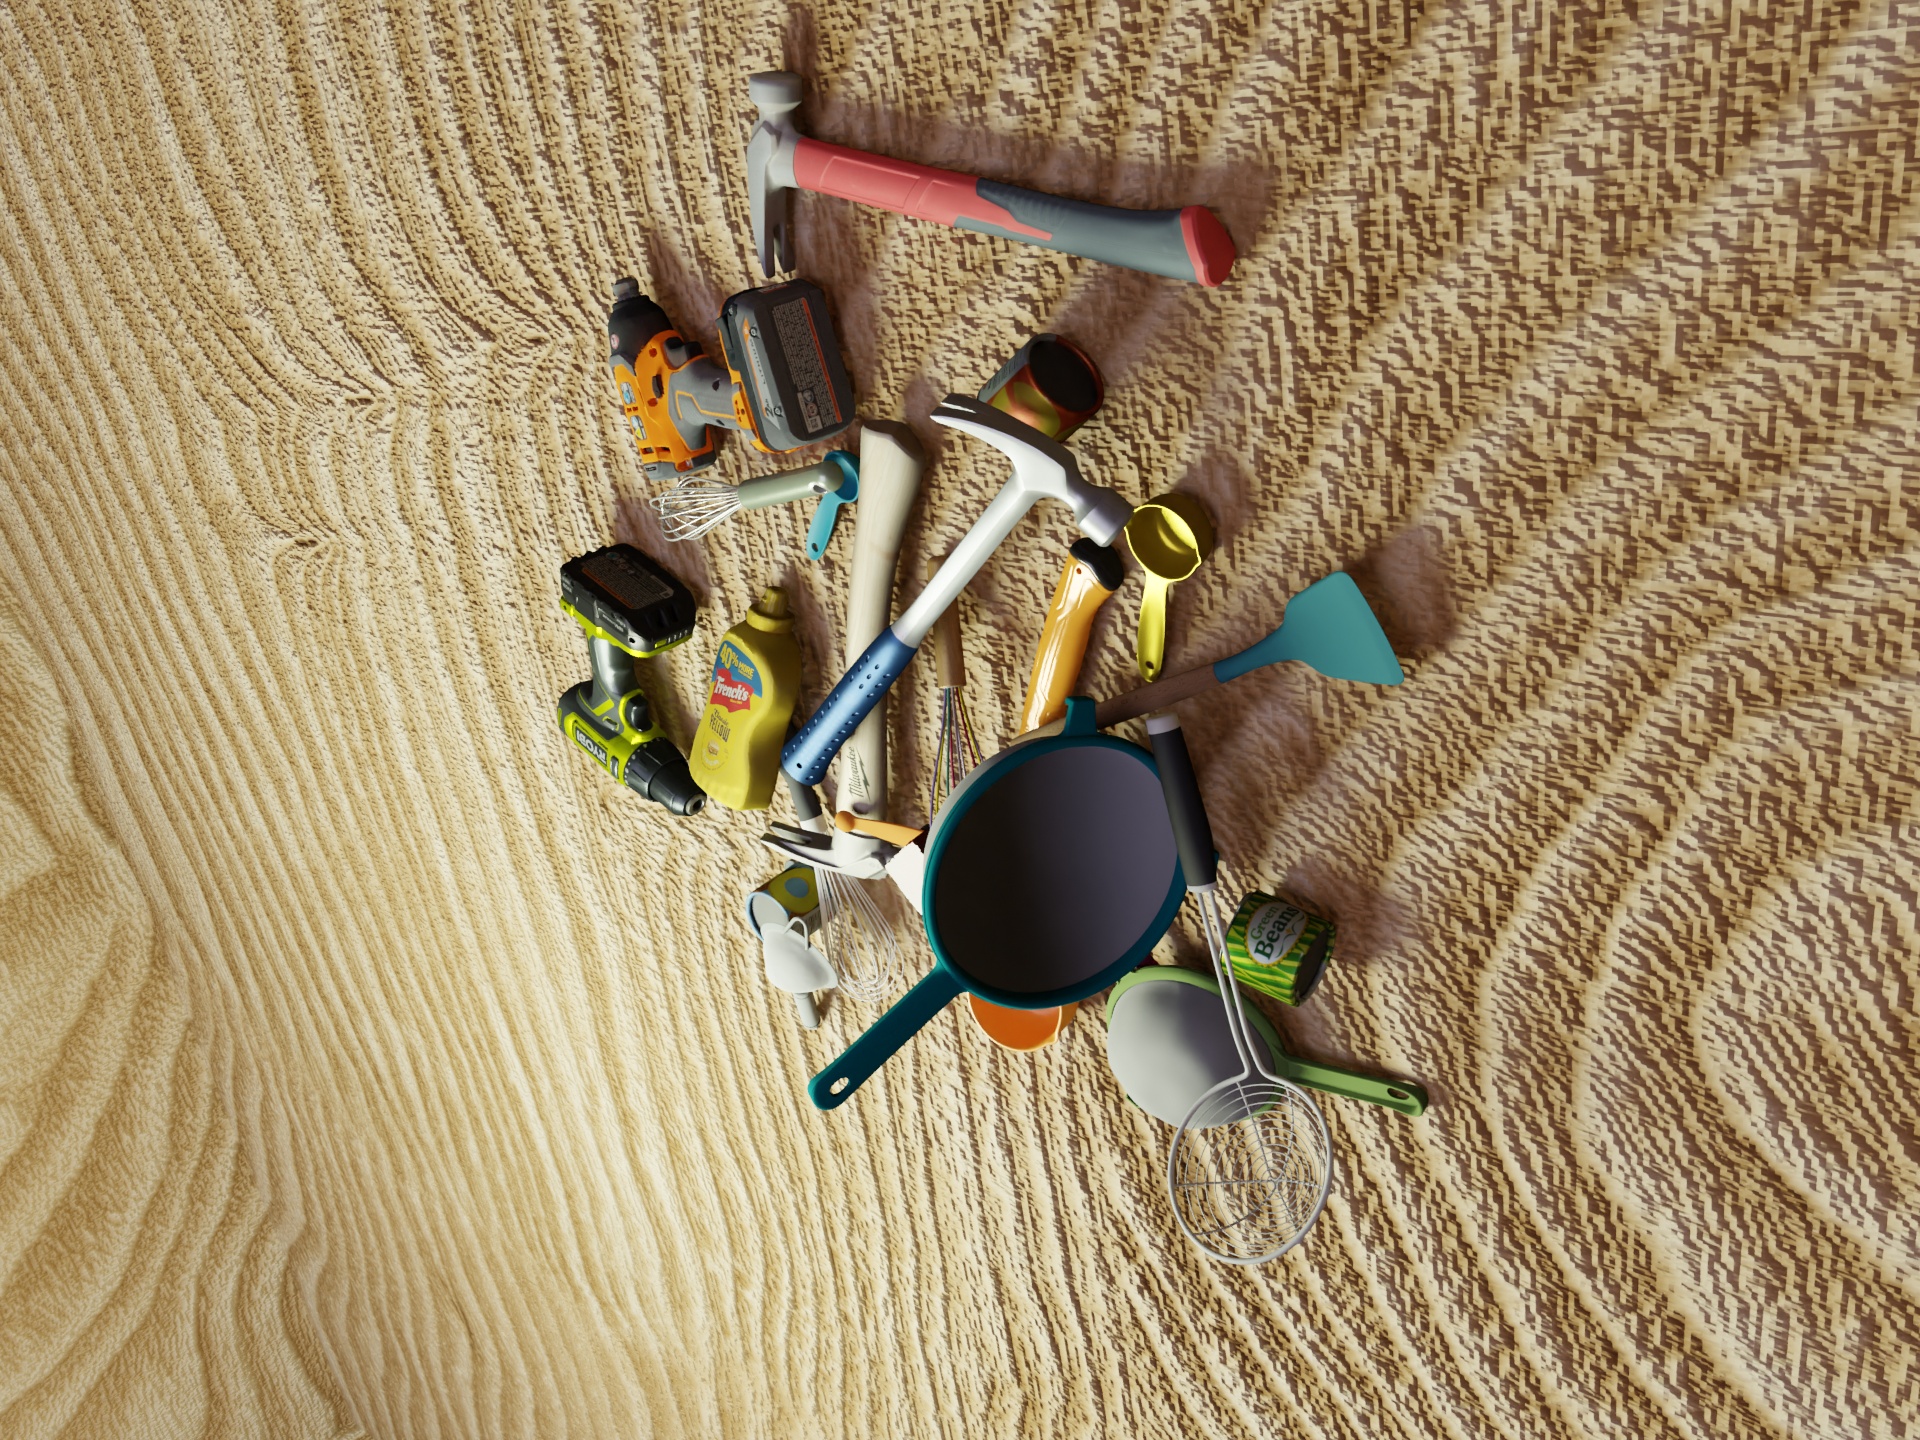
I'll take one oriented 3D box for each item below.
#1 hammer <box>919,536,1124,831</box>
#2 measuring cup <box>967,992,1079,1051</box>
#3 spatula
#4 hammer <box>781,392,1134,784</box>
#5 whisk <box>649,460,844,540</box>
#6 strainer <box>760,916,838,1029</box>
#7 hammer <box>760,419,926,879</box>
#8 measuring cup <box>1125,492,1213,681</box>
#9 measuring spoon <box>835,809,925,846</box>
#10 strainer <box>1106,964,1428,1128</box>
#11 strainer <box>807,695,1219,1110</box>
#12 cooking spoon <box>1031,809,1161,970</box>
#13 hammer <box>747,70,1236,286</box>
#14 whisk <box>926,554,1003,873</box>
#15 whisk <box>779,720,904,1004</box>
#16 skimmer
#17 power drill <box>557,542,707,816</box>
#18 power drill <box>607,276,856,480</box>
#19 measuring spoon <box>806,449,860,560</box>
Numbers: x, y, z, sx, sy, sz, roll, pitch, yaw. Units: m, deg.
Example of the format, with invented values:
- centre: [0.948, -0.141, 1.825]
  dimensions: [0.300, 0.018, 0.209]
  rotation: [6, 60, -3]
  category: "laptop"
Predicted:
- centre: [0.055, 0.001, 1.213]
  dimensions: [0.127, 0.034, 0.336]
  rotation: [34, 133, 22]
  category: "hammer"
- centre: [0.076, 0.193, 1.301]
  dimensions: [0.095, 0.052, 0.173]
  rotation: [41, 117, 15]
  category: "measuring cup"
- centre: [0.151, -0.022, 1.085]
  dimensions: [0.317, 0.044, 0.082]
  rotation: [-22, 105, 38]
  category: "spatula"
- centre: [-0.039, -0.073, 1.161]
  dimensions: [0.144, 0.035, 0.405]
  rotation: [39, 135, -3]
  category: "hammer"
- centre: [-0.177, -0.184, 1.299]
  dimensions: [0.246, 0.057, 0.059]
  rotation: [-3, 68, 47]
  category: "whisk"
- centre: [-0.150, 0.251, 1.490]
  dimensions: [0.087, 0.050, 0.258]
  rotation: [31, 157, 16]
  category: "strainer"
- centre: [-0.084, -0.046, 1.284]
  dimensions: [0.146, 0.038, 0.410]
  rotation: [13, 122, 11]
  category: "hammer"
- centre: [0.141, -0.090, 1.093]
  dimensions: [0.062, 0.029, 0.156]
  rotation: [30, 143, 26]
  category: "measuring cup"
- centre: [-0.054, 0.096, 1.316]
  dimensions: [0.117, 0.011, 0.021]
  rotation: [13, 123, 22]
  category: "measuring spoon"
- centre: [0.212, 0.271, 1.183]
  dimensions: [0.256, 0.069, 0.151]
  rotation: [8, 124, 32]
  category: "strainer"
- centre: [0.009, 0.138, 1.144]
  dimensions: [0.210, 0.340, 0.095]
  rotation: [48, 178, -31]
  category: "strainer"
- centre: [0.122, 0.160, 1.230]
  dimensions: [0.069, 0.017, 0.319]
  rotation: [-27, 102, 45]
  category: "cooking spoon"
- centre: [0.006, -0.330, 1.061]
  dimensions: [0.387, 0.038, 0.143]
  rotation: [25, 130, 31]
  category: "hammer"
- centre: [0.000, -0.004, 1.211]
  dimensions: [0.047, 0.051, 0.245]
  rotation: [-8, 87, 50]
  category: "whisk"
- centre: [-0.121, 0.124, 1.437]
  dimensions: [0.070, 0.070, 0.284]
  rotation: [-13, 99, 46]
  category: "whisk"
- centre: [0.165, 0.178, 1.073]
  dimensions: [0.127, 0.090, 0.363]
  rotation: [-10, 97, 39]
  category: "skimmer"
- centre: [-0.304, -0.031, 1.489]
  dimensions: [0.191, 0.080, 0.228]
  rotation: [36, 136, 29]
  category: "power drill"
- centre: [-0.195, -0.279, 1.247]
  dimensions: [0.226, 0.084, 0.164]
  rotation: [2, 114, 46]
  category: "power drill"
- centre: [-0.099, -0.171, 1.272]
  dimensions: [0.042, 0.021, 0.128]
  rotation: [49, 146, 12]
  category: "measuring spoon"
